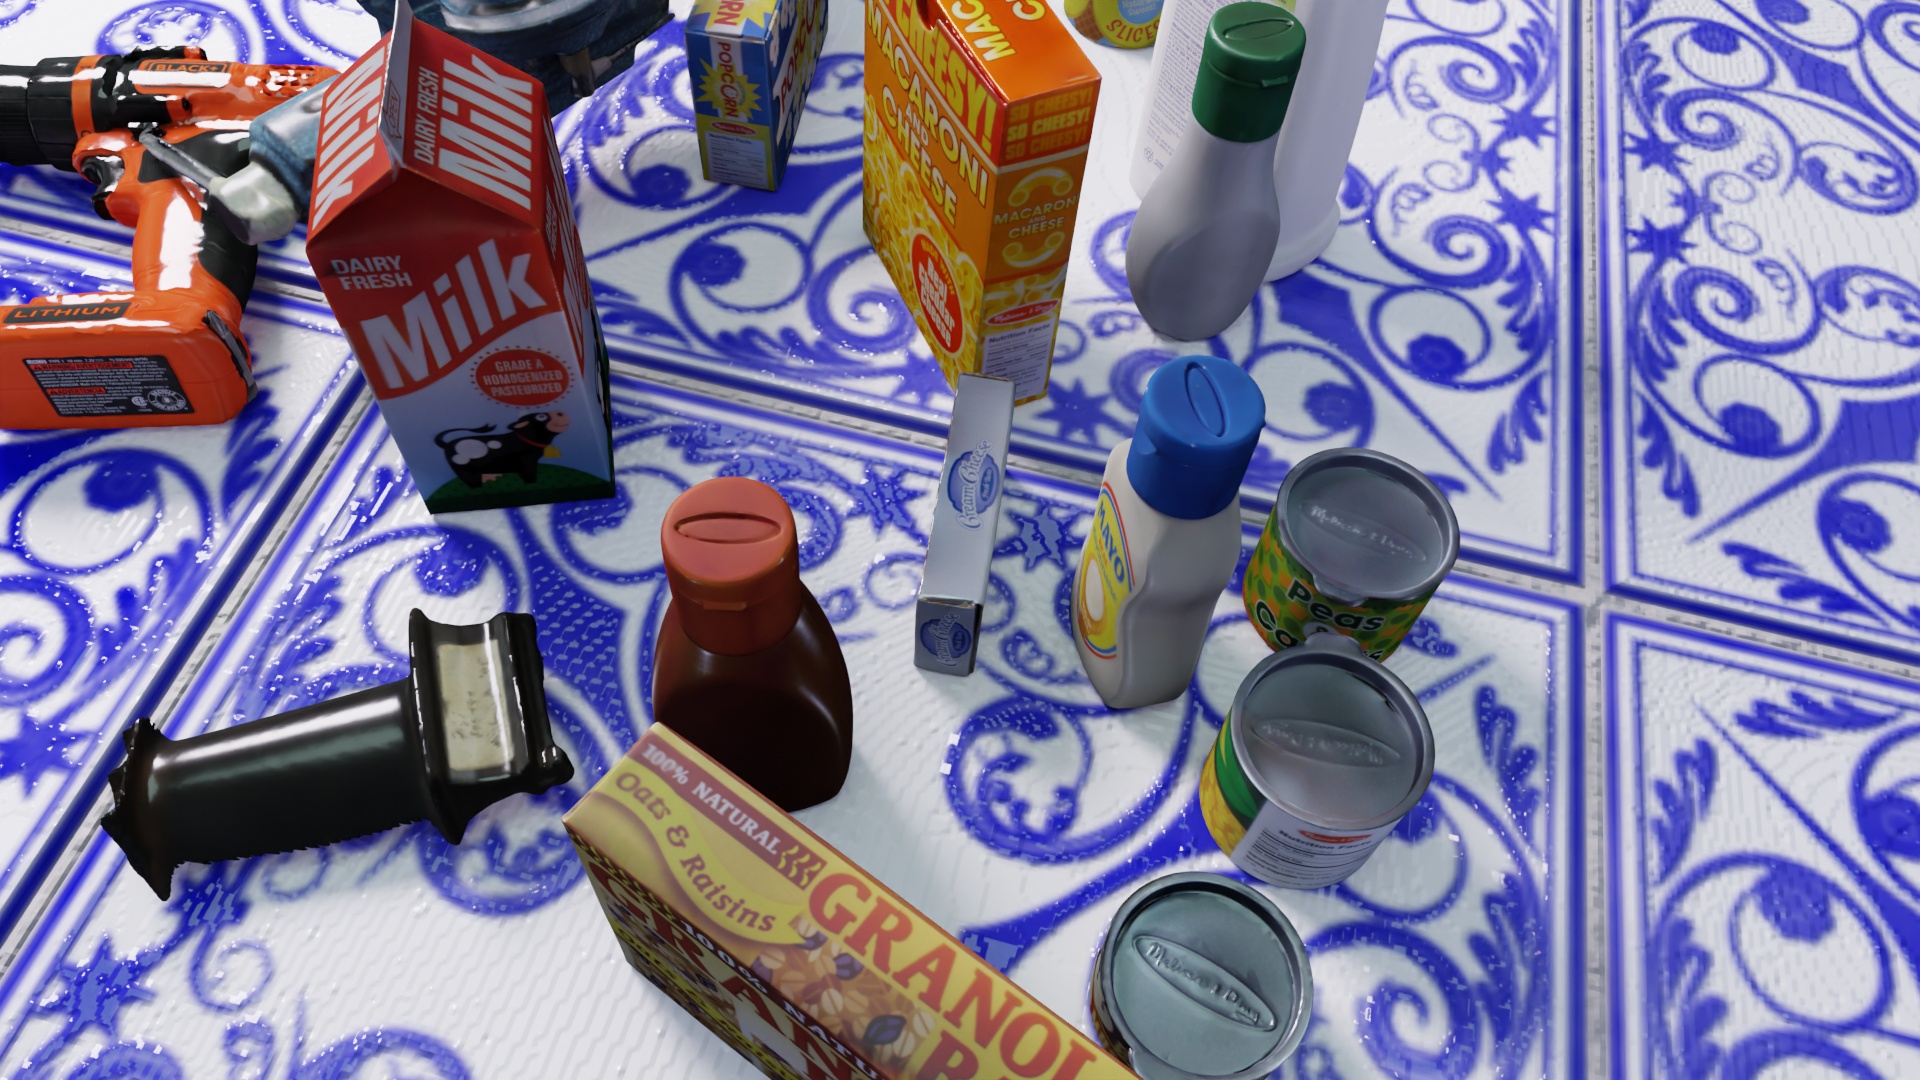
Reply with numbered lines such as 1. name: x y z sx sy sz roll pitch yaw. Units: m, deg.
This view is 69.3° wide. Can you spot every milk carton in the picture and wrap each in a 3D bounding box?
1. milk carton: -0.172 -0.092 0.484 0.073 0.189 0.072 -6 57 -8

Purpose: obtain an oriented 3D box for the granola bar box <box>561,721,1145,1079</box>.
1. granola bar box: -0.027 0.133 0.384 0.166 0.123 0.039 32 60 17

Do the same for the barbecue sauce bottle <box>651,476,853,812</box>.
1. barbecue sauce bottle: -0.066 0.038 0.430 0.065 0.147 0.044 2 57 -2

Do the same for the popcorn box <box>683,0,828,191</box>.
1. popcorn box: -0.092 -0.240 0.651 0.038 0.084 0.127 8 56 2

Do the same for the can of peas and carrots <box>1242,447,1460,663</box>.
1. can of peas and carrots: 0.143 0.010 0.517 0.071 0.058 0.071 2 56 -3

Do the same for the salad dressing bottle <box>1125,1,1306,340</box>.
1. salad dressing bottle: 0.105 -0.146 0.565 0.064 0.147 0.044 -14 59 -13

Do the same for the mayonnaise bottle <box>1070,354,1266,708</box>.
1. mayonnaise bottle: 0.067 -0.002 0.466 0.041 0.147 0.065 -8 58 -9

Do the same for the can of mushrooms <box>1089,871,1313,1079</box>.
1. can of mushrooms: 0.073 0.144 0.438 0.071 0.033 0.071 2 56 -3

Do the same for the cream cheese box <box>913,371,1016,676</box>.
1. cream cheese box: 0.002 -0.007 0.521 0.024 0.053 0.104 8 56 2

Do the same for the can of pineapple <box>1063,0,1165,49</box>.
1. can of pineapple: 0.089 -0.297 0.718 0.071 0.057 0.071 2 56 -3

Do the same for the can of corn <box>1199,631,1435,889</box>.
1. can of corn: 0.119 0.076 0.472 0.071 0.058 0.071 2 56 -3

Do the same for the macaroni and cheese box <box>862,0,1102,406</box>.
1. macaroni and cheese box: 0.000 -0.147 0.547 0.040 0.165 0.124 -19 60 -16
